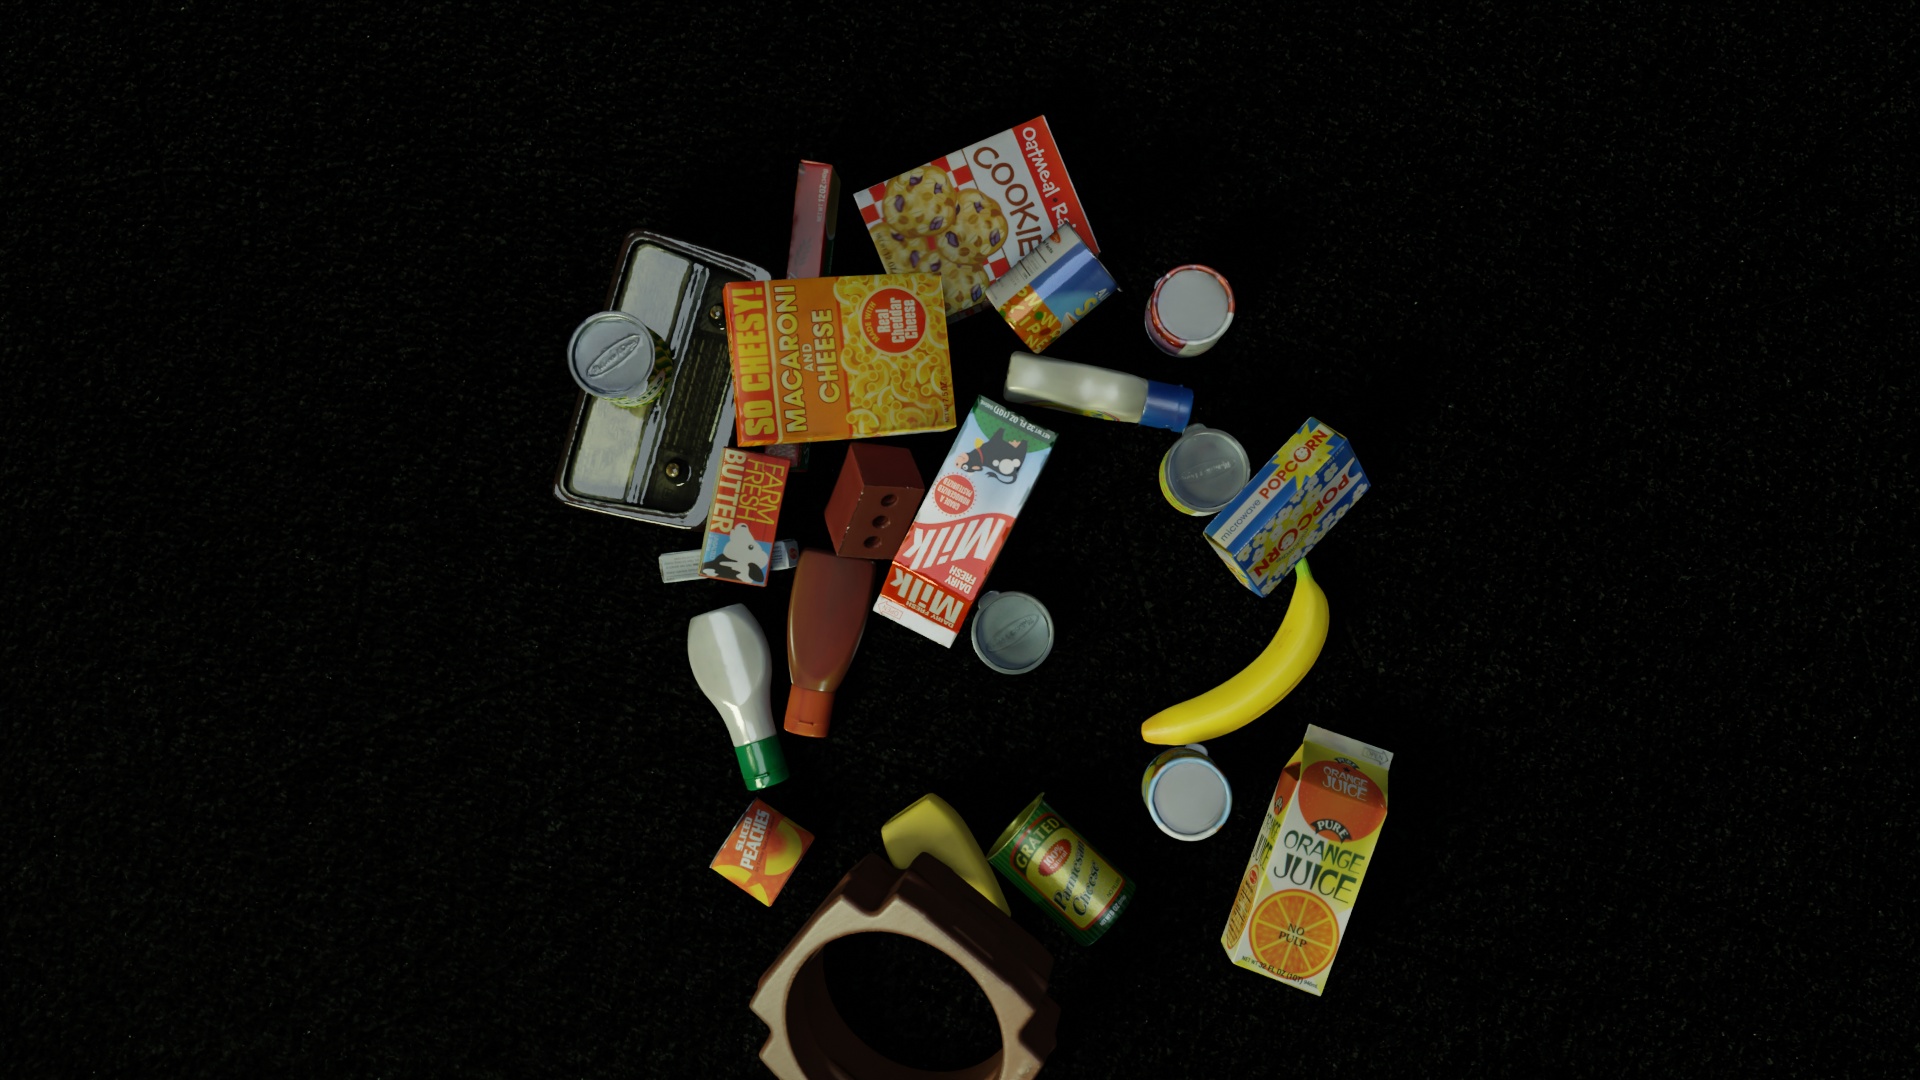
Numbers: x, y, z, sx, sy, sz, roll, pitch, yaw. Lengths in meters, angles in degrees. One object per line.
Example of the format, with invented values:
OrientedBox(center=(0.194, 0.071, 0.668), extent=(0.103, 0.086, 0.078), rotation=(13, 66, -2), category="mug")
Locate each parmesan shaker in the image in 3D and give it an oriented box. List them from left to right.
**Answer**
OrientedBox(center=(0.082, 0.259, 1.098), extent=(0.103, 0.071, 0.071), rotation=(42, 91, 3), category="parmesan shaker")

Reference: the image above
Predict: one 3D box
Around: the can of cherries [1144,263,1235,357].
OrientedBox(center=(0.181, -0.185, 1.111), extent=(0.071, 0.058, 0.071), rotation=(0, 89, 2), category="can of cherries")

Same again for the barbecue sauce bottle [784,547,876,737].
OrientedBox(center=(-0.111, 0.083, 1.123), extent=(0.065, 0.043, 0.148), rotation=(11, 89, -1), category="barbecue sauce bottle")

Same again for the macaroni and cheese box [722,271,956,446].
OrientedBox(center=(-0.093, -0.139, 1.071), extent=(0.167, 0.040, 0.123), rotation=(-6, 89, -15), category="macaroni and cheese box")

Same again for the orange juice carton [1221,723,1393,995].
OrientedBox(center=(0.273, 0.245, 1.085), extent=(0.072, 0.073, 0.192), rotation=(20, 89, 3), category="orange juice carton")

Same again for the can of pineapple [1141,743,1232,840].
OrientedBox(center=(0.179, 0.198, 1.098), extent=(0.071, 0.058, 0.071), rotation=(0, 88, 3), category="can of pineapple")

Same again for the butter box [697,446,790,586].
OrientedBox(center=(-0.168, -0.019, 1.076), extent=(0.053, 0.024, 0.103), rotation=(11, 89, -17), category="butter box")

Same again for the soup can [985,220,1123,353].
OrientedBox(center=(0.073, -0.194, 1.078), extent=(0.083, 0.071, 0.071), rotation=(-39, 87, 11), category="soup can")

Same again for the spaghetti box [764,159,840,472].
OrientedBox(center=(-0.128, -0.179, 1.129), extent=(0.029, 0.050, 0.250), rotation=(6, 89, 4), category="spaghetti box")

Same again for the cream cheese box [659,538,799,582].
OrientedBox(center=(-0.186, 0.016, 1.124), extent=(0.104, 0.053, 0.024), rotation=(-7, 90, 3), category="cream cheese box")

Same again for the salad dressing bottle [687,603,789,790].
OrientedBox(center=(-0.177, 0.127, 1.125), extent=(0.064, 0.044, 0.147), rotation=(-17, 89, 2), category="salad dressing bottle")

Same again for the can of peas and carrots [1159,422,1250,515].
OrientedBox(center=(0.192, -0.056, 1.106), extent=(0.071, 0.058, 0.071), rotation=(0, 87, 3), category="can of peas and carrots")

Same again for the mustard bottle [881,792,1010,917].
OrientedBox(center=(0.001, 0.282, 1.108), extent=(0.065, 0.049, 0.160), rotation=(-33, 88, 5), category="mustard bottle")

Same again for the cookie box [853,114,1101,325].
OrientedBox(center=(0.015, -0.254, 1.131), extent=(0.167, 0.040, 0.123), rotation=(-22, 88, 2), category="cookie box")

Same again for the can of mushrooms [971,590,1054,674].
OrientedBox(center=(0.041, 0.072, 1.121), extent=(0.071, 0.033, 0.071), rotation=(0, 89, 3), category="can of mushrooms")

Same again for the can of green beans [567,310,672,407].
OrientedBox(center=(-0.258, -0.137, 1.057), extent=(0.071, 0.058, 0.071), rotation=(0, 87, 2), category="can of green beans")

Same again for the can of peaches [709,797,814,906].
OrientedBox(center=(-0.157, 0.248, 1.106), extent=(0.058, 0.071, 0.071), rotation=(34, 90, 2), category="can of peaches")

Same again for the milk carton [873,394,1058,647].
OrientedBox(center=(0.004, -0.014, 1.106), extent=(0.072, 0.073, 0.190), rotation=(27, 90, 3), category="milk carton")

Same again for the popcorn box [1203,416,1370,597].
OrientedBox(center=(0.256, -0.024, 1.087), extent=(0.126, 0.085, 0.038), rotation=(-47, 52, 1), category="popcorn box")

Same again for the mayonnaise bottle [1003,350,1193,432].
OrientedBox(center=(0.110, -0.118, 1.112), extent=(0.148, 0.065, 0.041), rotation=(12, 90, -1), category="mayonnaise bottle")
